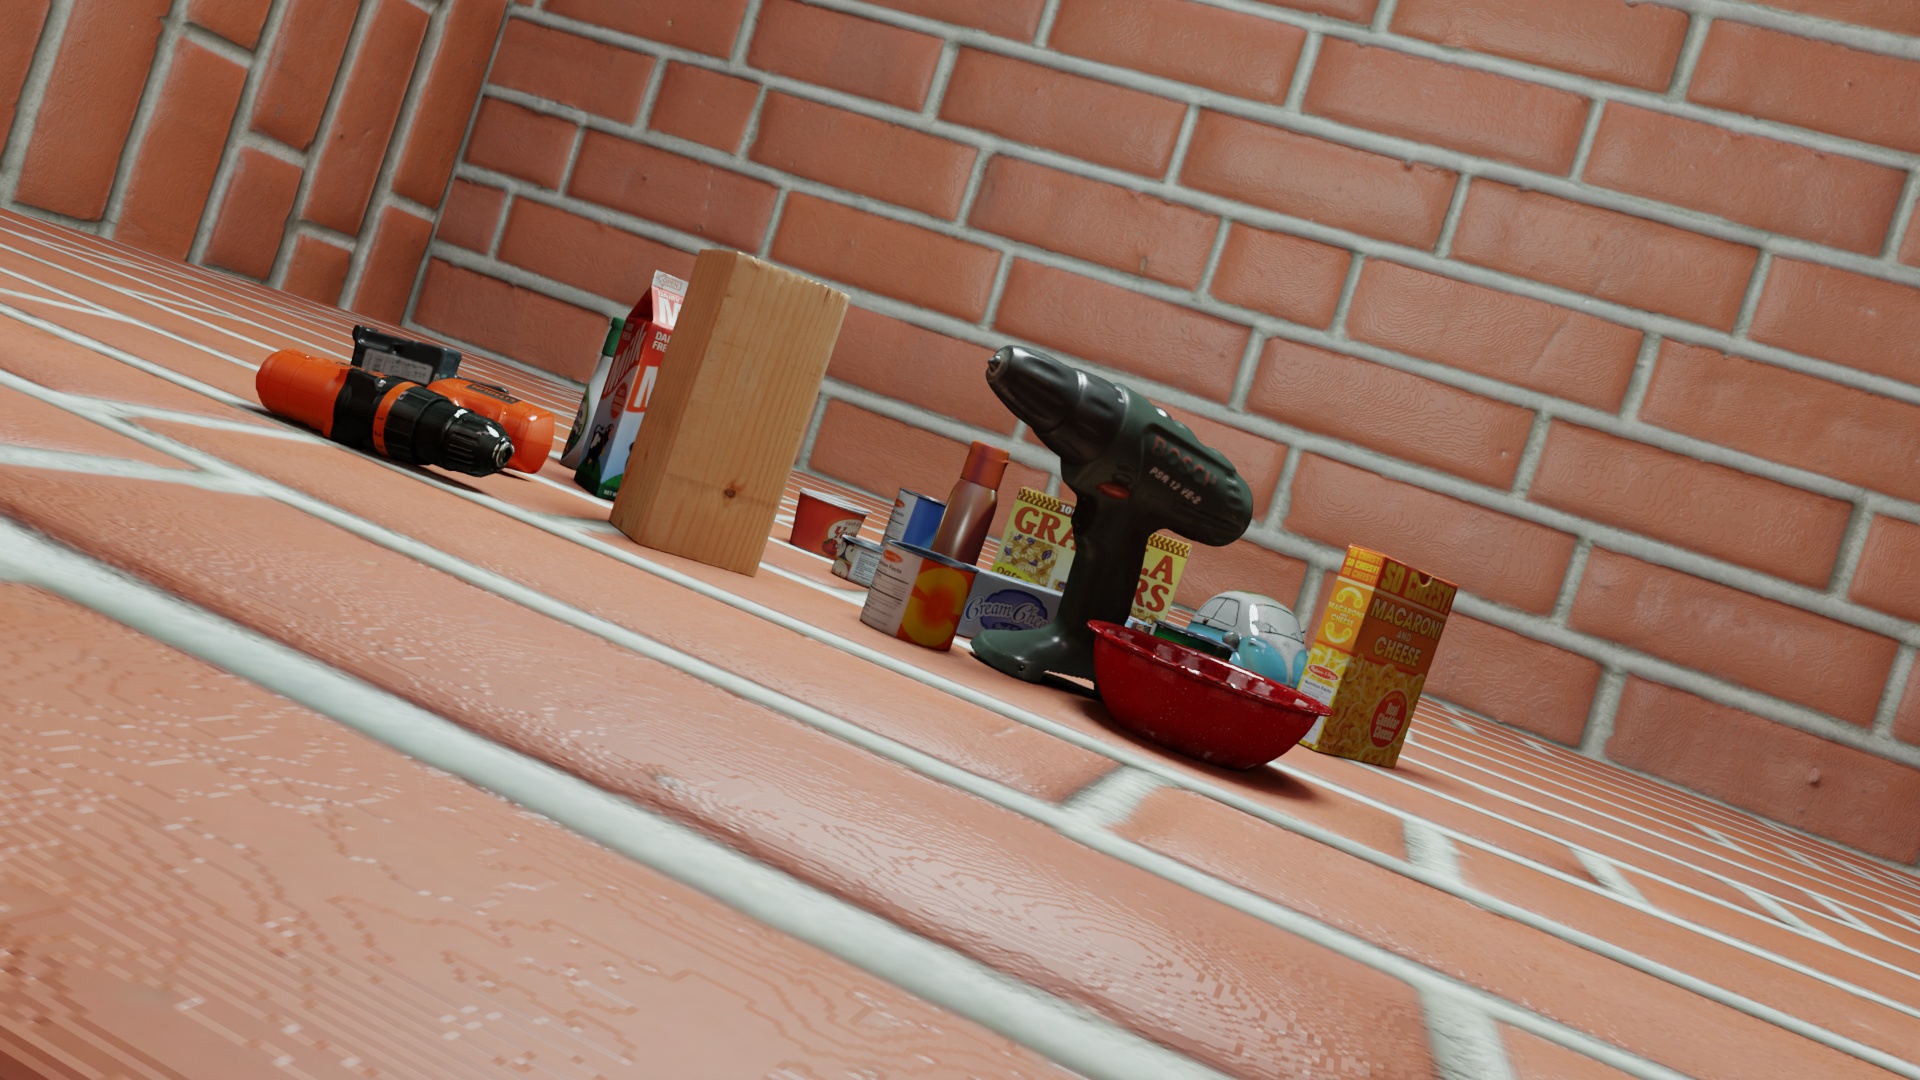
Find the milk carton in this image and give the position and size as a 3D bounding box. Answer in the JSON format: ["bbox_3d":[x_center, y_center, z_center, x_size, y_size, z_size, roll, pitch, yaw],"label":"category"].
[{"bbox_3d":[-0.253,-0.124,1.162,0.072,0.190,0.073,18,2,-33],"label":"milk carton"}]

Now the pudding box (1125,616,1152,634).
[{"bbox_3d":[0.120,0.081,1.185,0.030,0.049,0.084,18,3,-42],"label":"pudding box"}]

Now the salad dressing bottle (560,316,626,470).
[{"bbox_3d":[-0.330,-0.135,1.299,0.044,0.147,0.064,19,2,-21],"label":"salad dressing bottle"}]

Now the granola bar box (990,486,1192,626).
[{"bbox_3d":[0.115,0.035,1.284,0.166,0.124,0.039,20,2,7],"label":"granola bar box"}]

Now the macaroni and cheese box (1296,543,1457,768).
[{"bbox_3d":[0.341,0.098,1.148,0.124,0.166,0.040,17,3,-41],"label":"macaroni and cheese box"}]

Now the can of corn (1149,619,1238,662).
[{"bbox_3d":[0.174,0.100,1.080,0.071,0.058,0.071,19,2,-1],"label":"can of corn"}]

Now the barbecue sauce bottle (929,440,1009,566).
[{"bbox_3d":[0.004,-0.016,1.260,0.044,0.148,0.065,20,2,16],"label":"barbecue sauce bottle"}]

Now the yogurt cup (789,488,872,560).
[{"bbox_3d":[-0.127,-0.014,1.309,0.072,0.054,0.072,19,2,-1],"label":"yogurt cup"}]

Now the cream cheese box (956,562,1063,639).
[{"bbox_3d":[0.035,0.055,1.068,0.104,0.053,0.024,18,3,-35],"label":"cream cheese box"}]

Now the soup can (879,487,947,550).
[{"bbox_3d":[-0.039,-0.001,1.341,0.071,0.083,0.071,19,2,-1],"label":"soup can"}]

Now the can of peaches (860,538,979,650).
[{"bbox_3d":[-0.026,0.037,0.937,0.071,0.058,0.071,19,2,-1],"label":"can of peaches"}]

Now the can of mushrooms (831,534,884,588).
[{"bbox_3d":[-0.074,0.021,1.181,0.071,0.033,0.071,19,3,-1],"label":"can of mushrooms"}]
